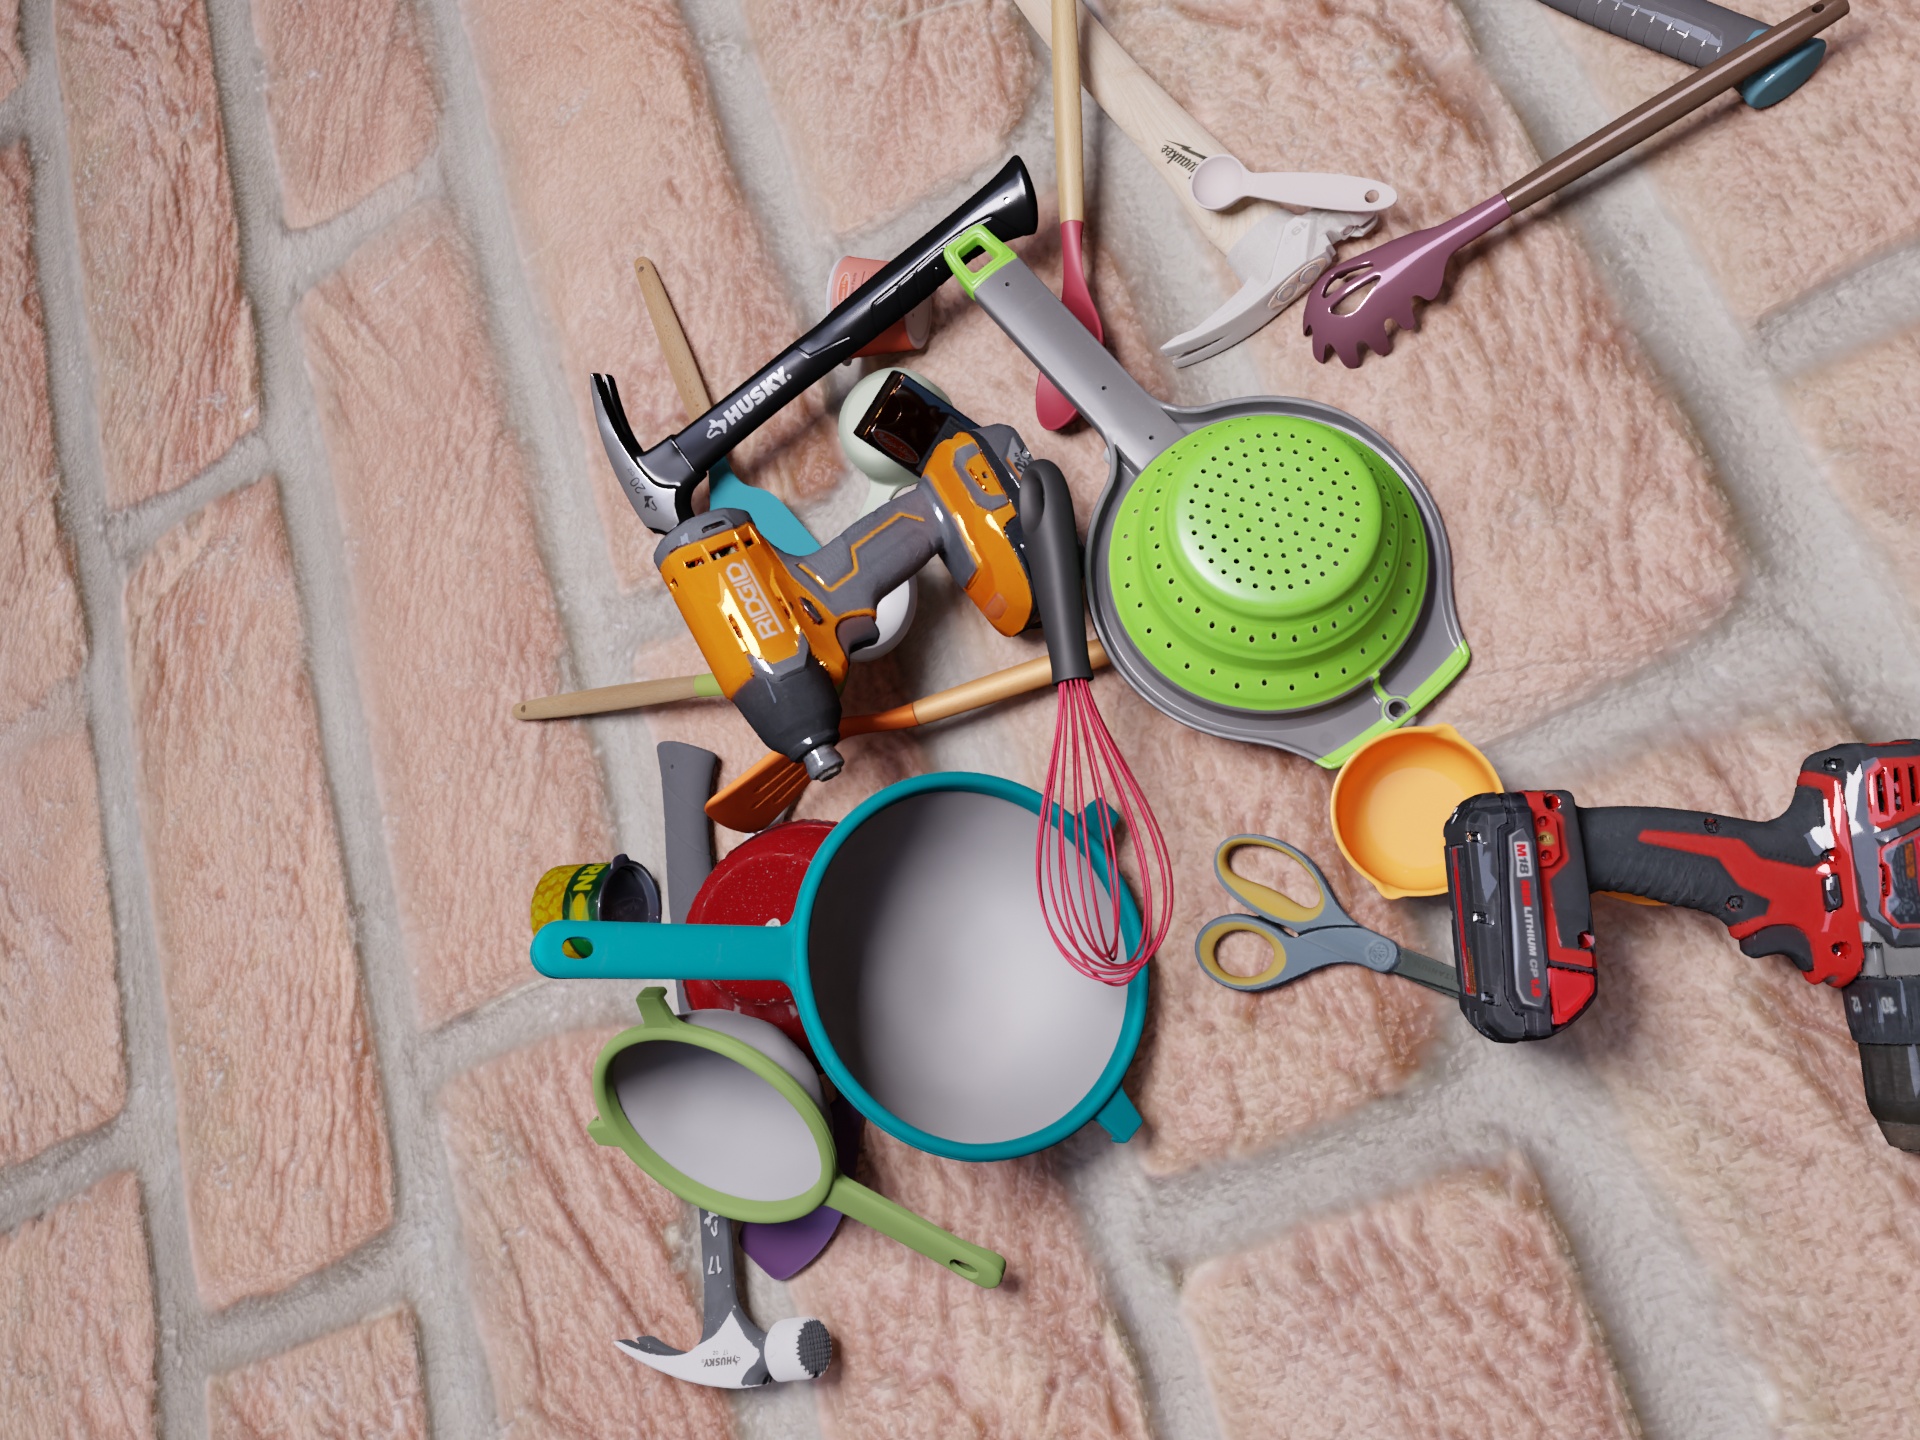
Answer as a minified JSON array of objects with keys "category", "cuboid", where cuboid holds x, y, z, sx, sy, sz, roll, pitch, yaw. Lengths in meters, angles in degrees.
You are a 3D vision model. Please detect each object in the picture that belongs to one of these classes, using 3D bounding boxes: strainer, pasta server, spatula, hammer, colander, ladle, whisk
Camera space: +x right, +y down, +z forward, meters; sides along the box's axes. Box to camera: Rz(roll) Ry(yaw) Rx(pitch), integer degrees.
[{"category":"strainer","cuboid":[-0.065,0.136,0.869,0.095,0.340,0.211,142,129,-61]},{"category":"pasta server","cuboid":[0.330,-0.299,0.882,0.316,0.040,0.060,-29,67,21]},{"category":"spatula","cuboid":[-0.180,-0.213,1.132,0.082,0.044,0.318,-32,62,15]},{"category":"hammer","cuboid":[0.337,-0.436,0.926,0.331,0.033,0.128,40,97,28]},{"category":"colander","cuboid":[0.117,-0.157,0.884,0.204,0.094,0.397,-39,74,-4]},{"category":"strainer","cuboid":[-0.087,-0.019,1.030,0.087,0.050,0.258,28,97,29]},{"category":"ladle","cuboid":[0.068,-0.338,1.003,0.069,0.031,0.315,-5,85,59]},{"category":"hammer","cuboid":[0.094,-0.411,1.037,0.146,0.038,0.411,-38,64,15]},{"category":"hammer","cuboid":[-0.166,0.206,1.012,0.149,0.036,0.409,-19,68,30]},{"category":"strainer","cuboid":[-0.082,0.236,0.906,0.256,0.069,0.151,28,130,2]},{"category":"whisk","cuboid":[0.065,-0.003,0.872,0.073,0.073,0.296,-13,79,23]},{"category":"hammer","cuboid":[-0.089,-0.246,1.022,0.335,0.035,0.146,-35,92,14]},{"category":"spatula","cuboid":[-0.044,0.199,0.968,0.060,0.018,0.316,31,93,32]},{"category":"ladle","cuboid":[-0.199,-0.022,1.051,0.320,0.062,0.078,-6,77,36]},{"category":"spatula","cuboid":[-0.002,-0.003,0.966,0.322,0.081,0.041,-19,70,10]}]

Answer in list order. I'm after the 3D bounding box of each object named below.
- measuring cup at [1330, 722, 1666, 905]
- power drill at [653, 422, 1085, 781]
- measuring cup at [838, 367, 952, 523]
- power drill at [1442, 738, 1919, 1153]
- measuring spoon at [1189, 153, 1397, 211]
[{"category":"measuring cup","cuboid":[0.279,0.063,0.829,0.174,0.052,0.095,19,87,14]},{"category":"power drill","cuboid":[-0.042,-0.069,0.925,0.226,0.084,0.164,-24,78,-23]},{"category":"measuring cup","cuboid":[-0.062,-0.155,1.048,0.083,0.038,0.167,19,85,28]},{"category":"power drill","cuboid":[0.354,0.109,0.744,0.226,0.080,0.188,-5,83,8]},{"category":"measuring spoon","cuboid":[0.195,-0.309,0.934,0.124,0.018,0.034,14,88,23]}]
